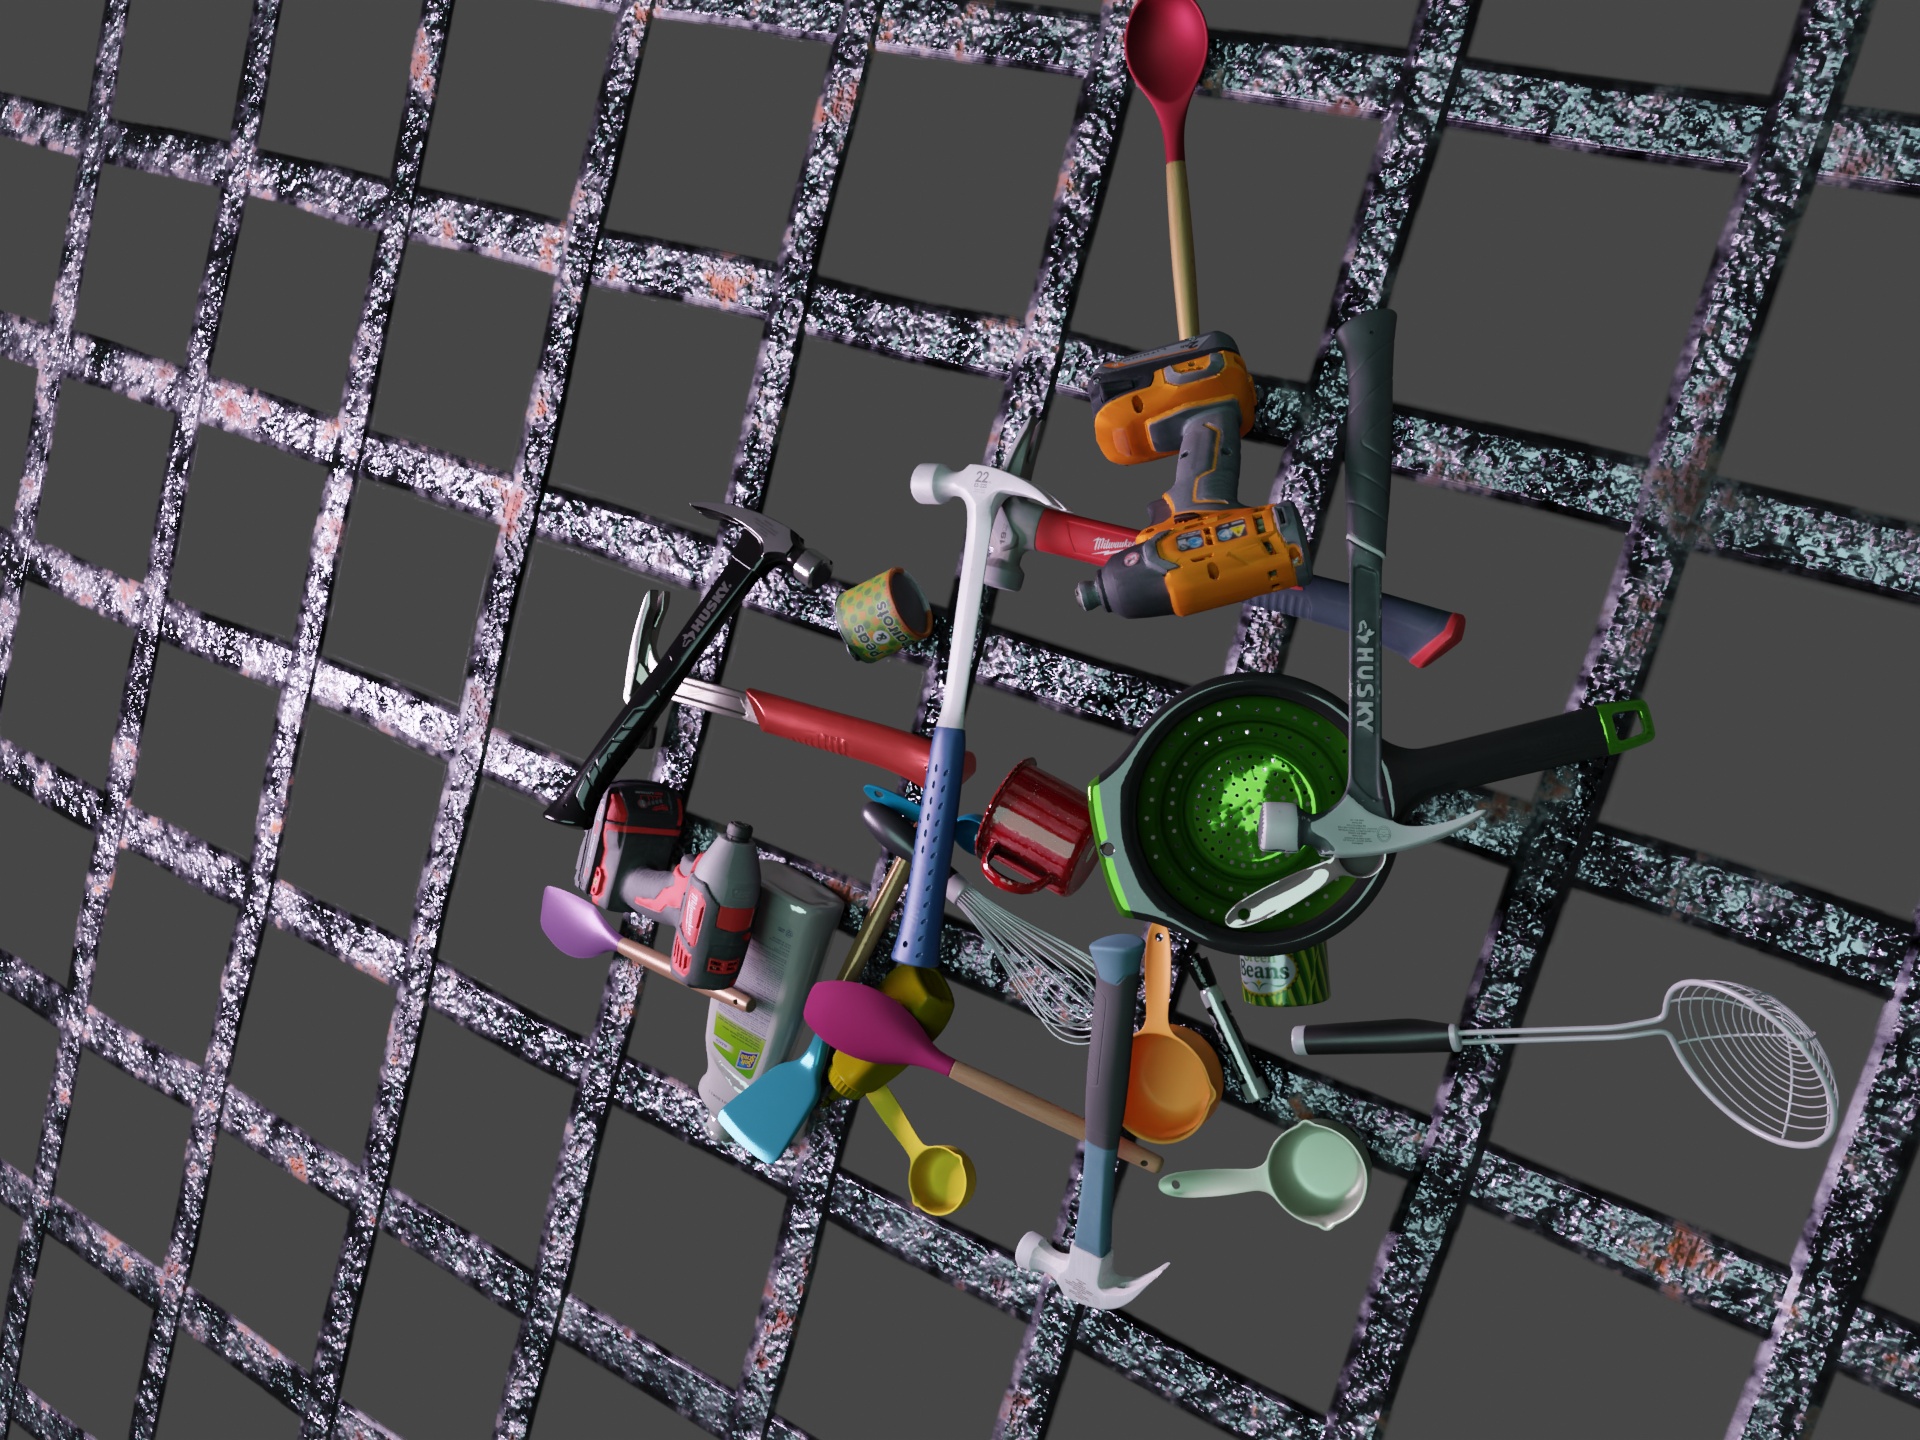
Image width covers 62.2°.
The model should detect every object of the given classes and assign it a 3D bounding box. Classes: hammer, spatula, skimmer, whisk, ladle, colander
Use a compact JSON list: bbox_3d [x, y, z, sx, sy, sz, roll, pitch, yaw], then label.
[{"bbox_3d":[-0.002,-0.004,1.279,0.144,0.035,0.405,8,90,35],"label":"hammer"},{"bbox_3d":[0.109,0.313,1.230,0.128,0.033,0.330,18,116,35],"label":"hammer"},{"bbox_3d":[-0.295,0.216,1.462,0.316,0.018,0.060,14,98,40],"label":"spatula"},{"bbox_3d":[0.403,0.239,1.107,0.363,0.090,0.127,-8,119,29],"label":"skimmer"},{"bbox_3d":[-0.263,-0.044,1.411,0.146,0.035,0.335,35,89,24],"label":"hammer"},{"bbox_3d":[0.199,-0.130,1.231,0.386,0.038,0.143,18,97,25],"label":"hammer"},{"bbox_3d":[0.021,0.159,1.305,0.285,0.070,0.070,40,108,19],"label":"whisk"},{"bbox_3d":[0.172,-0.411,1.246,0.069,0.031,0.315,-4,91,29],"label":"ladle"},{"bbox_3d":[0.296,0.048,1.169,0.397,0.094,0.204,-14,86,8],"label":"colander"},{"bbox_3d":[0.293,-0.104,1.129,0.149,0.036,0.409,3,76,7],"label":"hammer"},{"bbox_3d":[-0.148,-0.010,1.409,0.359,0.036,0.149,15,98,26],"label":"hammer"},{"bbox_3d":[-0.104,0.222,1.359,0.082,0.044,0.317,27,91,41],"label":"spatula"}]

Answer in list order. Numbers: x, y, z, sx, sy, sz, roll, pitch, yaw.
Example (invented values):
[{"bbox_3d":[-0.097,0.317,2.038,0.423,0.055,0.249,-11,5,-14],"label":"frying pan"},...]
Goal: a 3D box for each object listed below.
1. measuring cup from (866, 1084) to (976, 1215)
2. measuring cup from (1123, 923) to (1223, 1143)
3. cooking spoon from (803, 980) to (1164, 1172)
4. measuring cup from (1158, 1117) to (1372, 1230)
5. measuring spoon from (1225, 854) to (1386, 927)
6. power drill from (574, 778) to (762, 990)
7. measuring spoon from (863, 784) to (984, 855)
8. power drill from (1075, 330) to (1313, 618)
[{"bbox_3d":[-0.041,0.356,1.374,0.062,0.029,0.157,-48,59,14],"label":"measuring cup"},{"bbox_3d":[0.163,0.241,1.250,0.095,0.052,0.173,0,89,27],"label":"measuring cup"},{"bbox_3d":[0.017,0.295,1.297,0.319,0.017,0.068,23,111,8],"label":"cooking spoon"},{"bbox_3d":[0.235,0.348,1.224,0.167,0.038,0.083,-14,85,28],"label":"measuring cup"},{"bbox_3d":[0.242,0.114,1.123,0.124,0.018,0.034,-30,88,14],"label":"measuring spoon"},{"bbox_3d":[-0.249,0.131,1.394,0.220,0.078,0.143,25,103,48],"label":"power drill"},{"bbox_3d":[-0.022,0.077,1.347,0.129,0.021,0.042,23,136,17],"label":"measuring spoon"},{"bbox_3d":[0.154,-0.170,1.160,0.164,0.084,0.227,-14,52,11],"label":"power drill"}]
